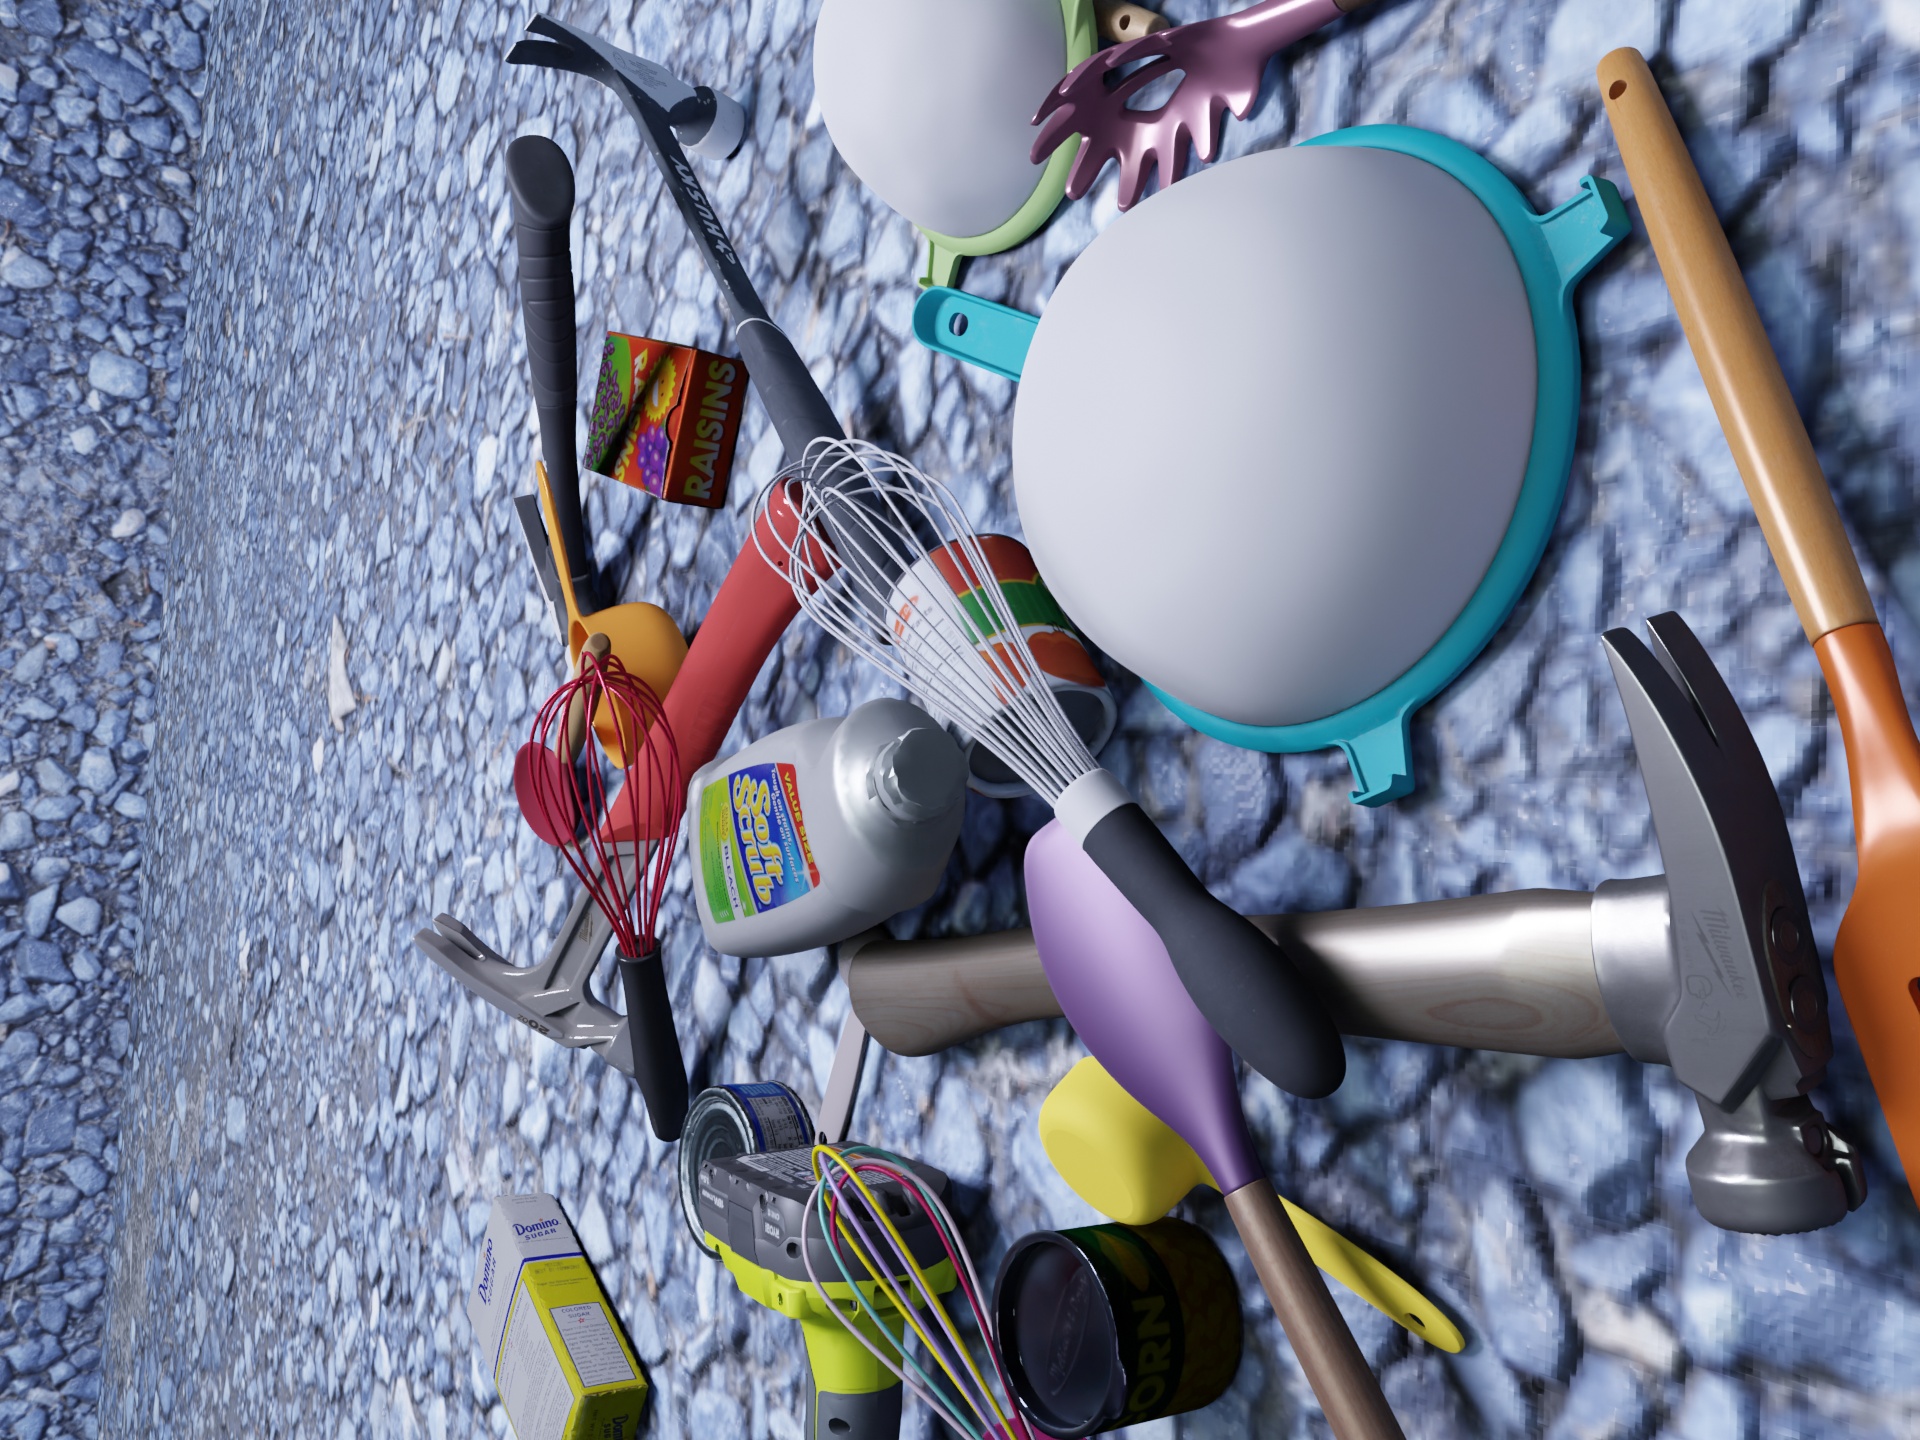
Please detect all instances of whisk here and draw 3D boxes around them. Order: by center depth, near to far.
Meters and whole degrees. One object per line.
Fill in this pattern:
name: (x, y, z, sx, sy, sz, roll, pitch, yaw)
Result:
whisk: (0.025, 0.005, 0.509, 0.285, 0.070, 0.070, 50, 126, 26)
whisk: (0.017, 0.253, 0.560, 0.047, 0.051, 0.245, -48, 69, 30)
whisk: (-0.165, 0.099, 0.799, 0.073, 0.073, 0.295, 38, 139, 49)

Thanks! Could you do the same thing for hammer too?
hammer: (0.074, 0.074, 0.533, 0.411, 0.038, 0.146, -15, 89, 55)
hammer: (-0.105, -0.200, 0.777, 0.036, 0.149, 0.409, -43, 59, 27)
hammer: (-0.162, 0.027, 0.822, 0.359, 0.149, 0.037, -59, -2, 27)
hammer: (-0.229, -0.174, 0.897, 0.334, 0.035, 0.146, 103, 147, -51)

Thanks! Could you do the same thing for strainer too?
strainer: (0.048, -0.121, 0.565, 0.341, 0.095, 0.211, 35, 114, 49)
strainer: (0.012, -0.281, 0.621, 0.256, 0.069, 0.151, -19, 87, 55)

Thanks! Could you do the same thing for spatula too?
spatula: (0.214, -0.040, 0.392, 0.081, 0.041, 0.323, -36, 53, 47)
spatula: (0.095, 0.164, 0.474, 0.059, 0.018, 0.316, -41, 63, 31)

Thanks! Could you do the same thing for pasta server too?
pasta server: (0.141, -0.236, 0.502, 0.316, 0.060, 0.040, -5, 59, 50)

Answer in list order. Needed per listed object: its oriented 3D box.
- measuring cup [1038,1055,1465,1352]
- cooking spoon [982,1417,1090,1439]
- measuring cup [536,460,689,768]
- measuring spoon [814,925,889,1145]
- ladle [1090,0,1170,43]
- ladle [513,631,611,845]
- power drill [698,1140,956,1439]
measuring cup: (0.086, 0.162, 0.509, 0.157, 0.029, 0.062, 26, 141, 41)
cooking spoon: (0.100, 0.251, 0.511, 0.319, 0.017, 0.069, -33, 71, 47)
measuring cup: (-0.188, -0.063, 0.877, 0.095, 0.052, 0.173, 2, 107, 66)
measuring spoon: (-0.056, 0.153, 0.737, 0.034, 0.018, 0.124, 31, 111, 51)
ladle: (-0.016, -0.345, 0.718, 0.320, 0.062, 0.078, 44, 125, 44)
ladle: (-0.225, 0.010, 0.910, 0.069, 0.031, 0.315, 60, 155, 7)
power drill: (-0.060, 0.301, 0.675, 0.171, 0.080, 0.223, -10, 81, 60)
